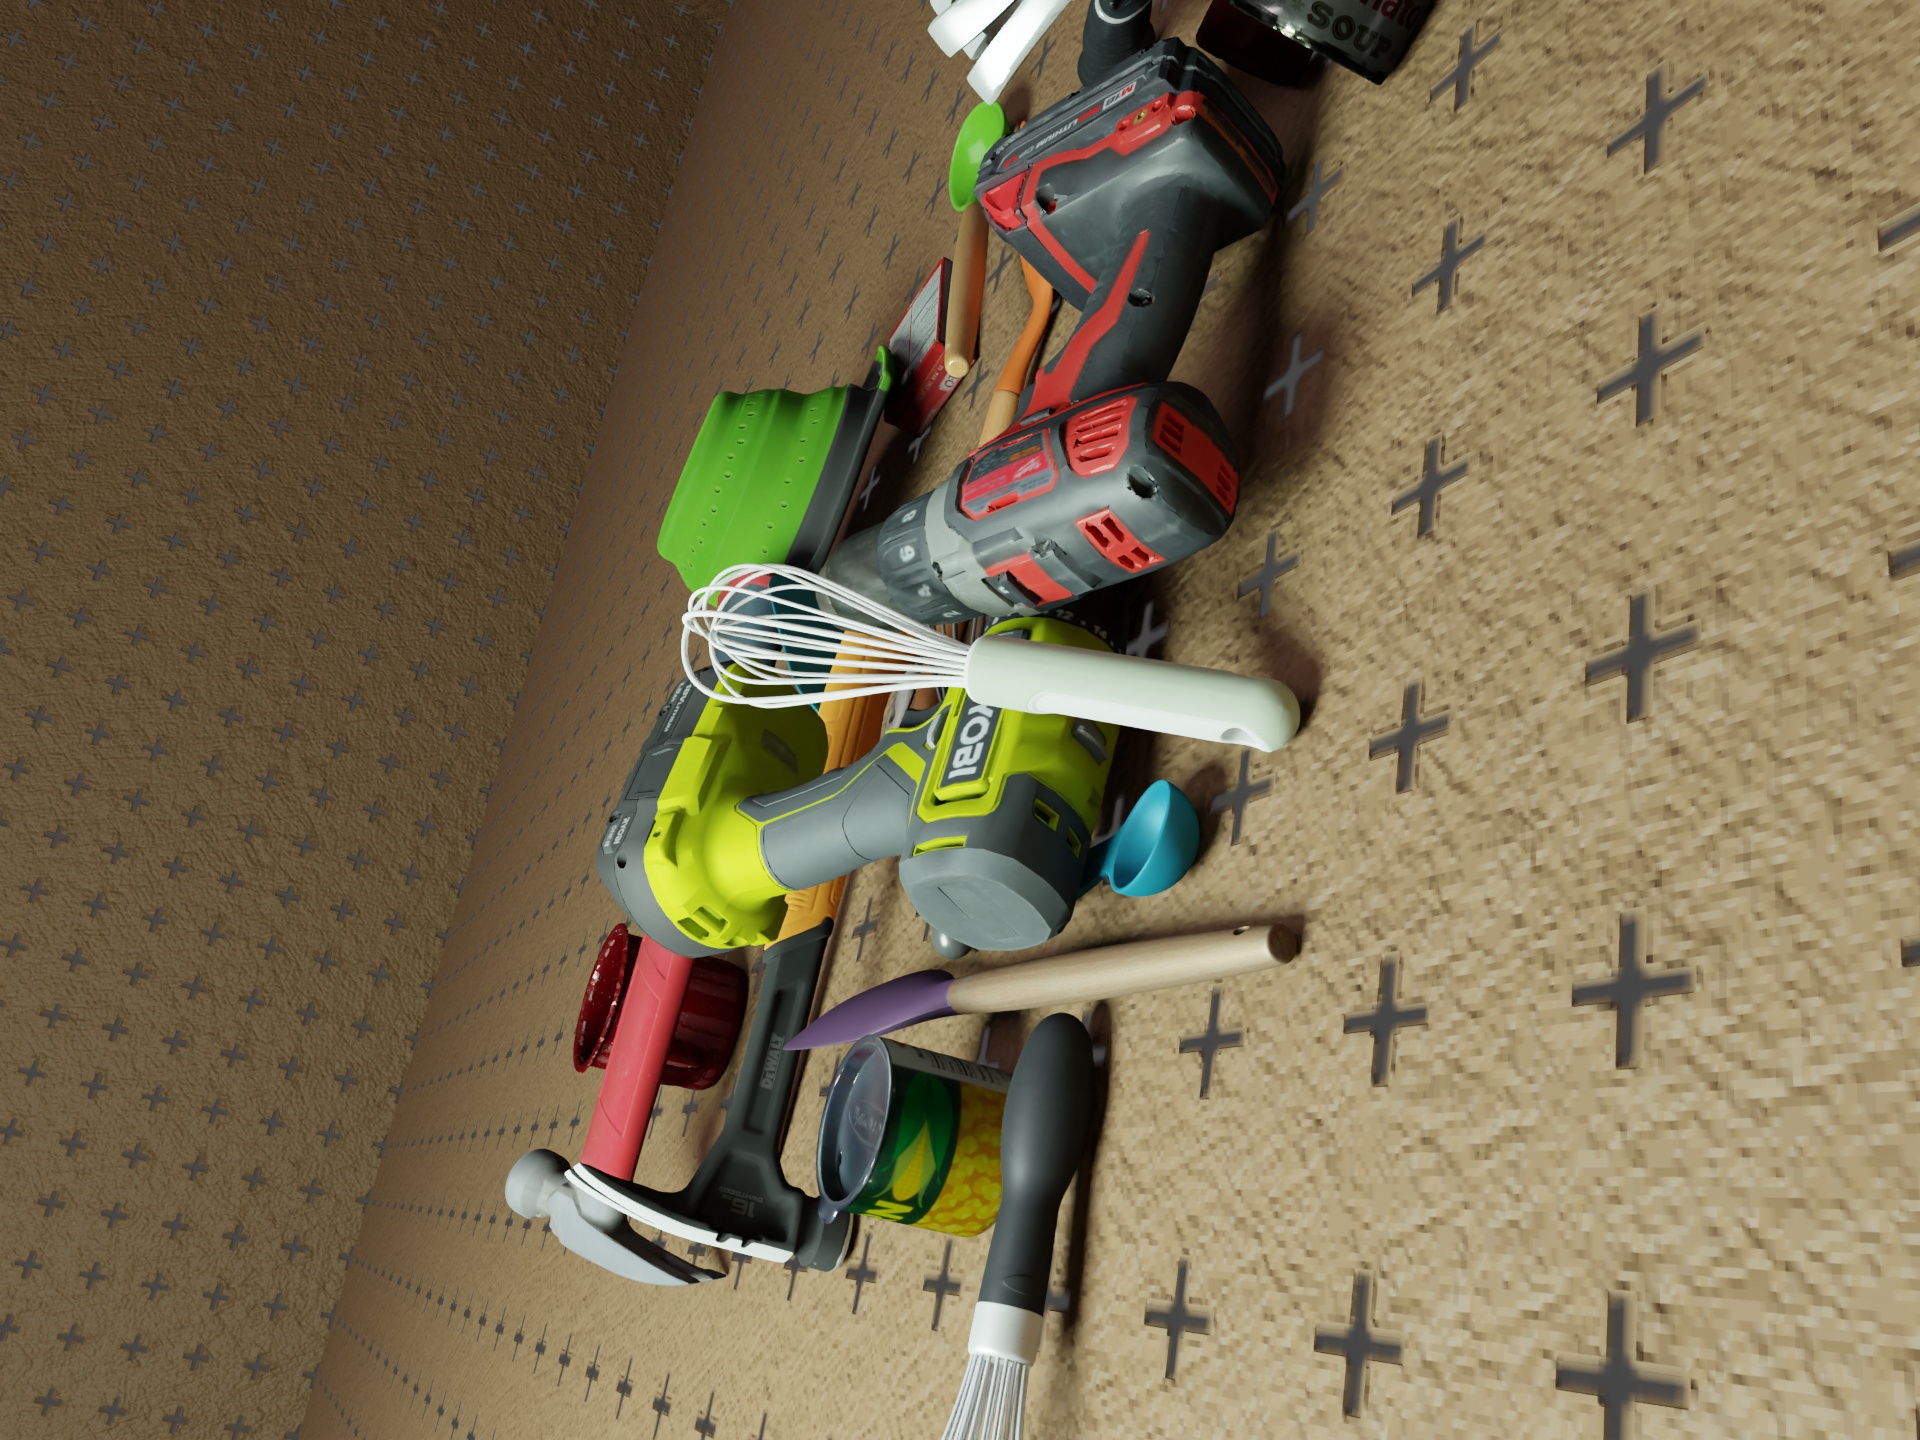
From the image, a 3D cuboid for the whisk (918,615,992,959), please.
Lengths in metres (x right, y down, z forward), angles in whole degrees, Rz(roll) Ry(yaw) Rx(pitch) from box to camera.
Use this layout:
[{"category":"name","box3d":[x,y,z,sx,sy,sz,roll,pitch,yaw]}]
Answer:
[{"category":"whisk","box3d":[-0.002,-0.002,0.739,0.055,0.055,0.239,-43,38,51]}]

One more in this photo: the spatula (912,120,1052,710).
[{"category":"spatula","box3d":[0.010,-0.151,0.838,0.081,0.041,0.323,113,172,-82]}]

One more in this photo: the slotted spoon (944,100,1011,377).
[{"category":"slotted spoon","box3d":[0.007,-0.284,0.936,0.070,0.031,0.314,-55,19,38]}]

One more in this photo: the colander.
[{"category":"colander","box3d":[-0.162,-0.068,1.016,0.205,0.094,0.397,-102,35,-68]}]

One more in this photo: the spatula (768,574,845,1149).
[{"category":"spatula","box3d":[-0.084,0.081,0.853,0.044,0.082,0.317,0,79,54]}]

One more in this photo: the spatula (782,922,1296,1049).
[{"category":"spatula","box3d":[0.016,0.101,0.604,0.060,0.018,0.316,-33,5,-33]}]

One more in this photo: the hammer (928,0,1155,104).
[{"category":"hammer","box3d":[0.065,-0.299,0.658,0.149,0.036,0.409,-39,9,12]}]

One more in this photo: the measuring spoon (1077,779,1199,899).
[{"category":"measuring spoon","box3d":[0.057,0.057,0.584,0.128,0.021,0.042,132,160,-64]}]

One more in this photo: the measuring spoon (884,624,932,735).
[{"category":"measuring spoon","box3d":[-0.027,-0.049,0.874,0.034,0.018,0.124,9,81,69]}]

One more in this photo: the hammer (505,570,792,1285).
[{"category":"hammer","box3d":[-0.143,0.108,0.877,0.143,0.038,0.386,14,88,33]}]

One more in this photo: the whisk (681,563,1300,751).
[{"category":"whisk","box3d":[0.001,-0.019,0.564,0.246,0.057,0.059,10,71,28]}]

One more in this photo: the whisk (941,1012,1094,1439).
[{"category":"whisk","box3d":[0.009,0.228,0.503,0.070,0.070,0.285,-36,34,57]}]

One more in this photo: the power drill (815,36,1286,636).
[{"category":"power drill","box3d":[0.033,-0.137,0.627,0.188,0.080,0.227,-16,50,43]}]

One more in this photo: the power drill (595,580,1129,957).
[{"category":"power drill","box3d":[-0.031,0.010,0.663,0.228,0.080,0.191,-14,44,37]}]

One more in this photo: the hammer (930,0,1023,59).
[{"category":"hammer","box3d":[0.090,-0.347,0.571,0.128,0.033,0.331,-44,10,-30]}]

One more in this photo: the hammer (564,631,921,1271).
[{"category":"hammer","box3d":[-0.081,0.083,0.774,0.034,0.127,0.337,134,153,-57]}]
